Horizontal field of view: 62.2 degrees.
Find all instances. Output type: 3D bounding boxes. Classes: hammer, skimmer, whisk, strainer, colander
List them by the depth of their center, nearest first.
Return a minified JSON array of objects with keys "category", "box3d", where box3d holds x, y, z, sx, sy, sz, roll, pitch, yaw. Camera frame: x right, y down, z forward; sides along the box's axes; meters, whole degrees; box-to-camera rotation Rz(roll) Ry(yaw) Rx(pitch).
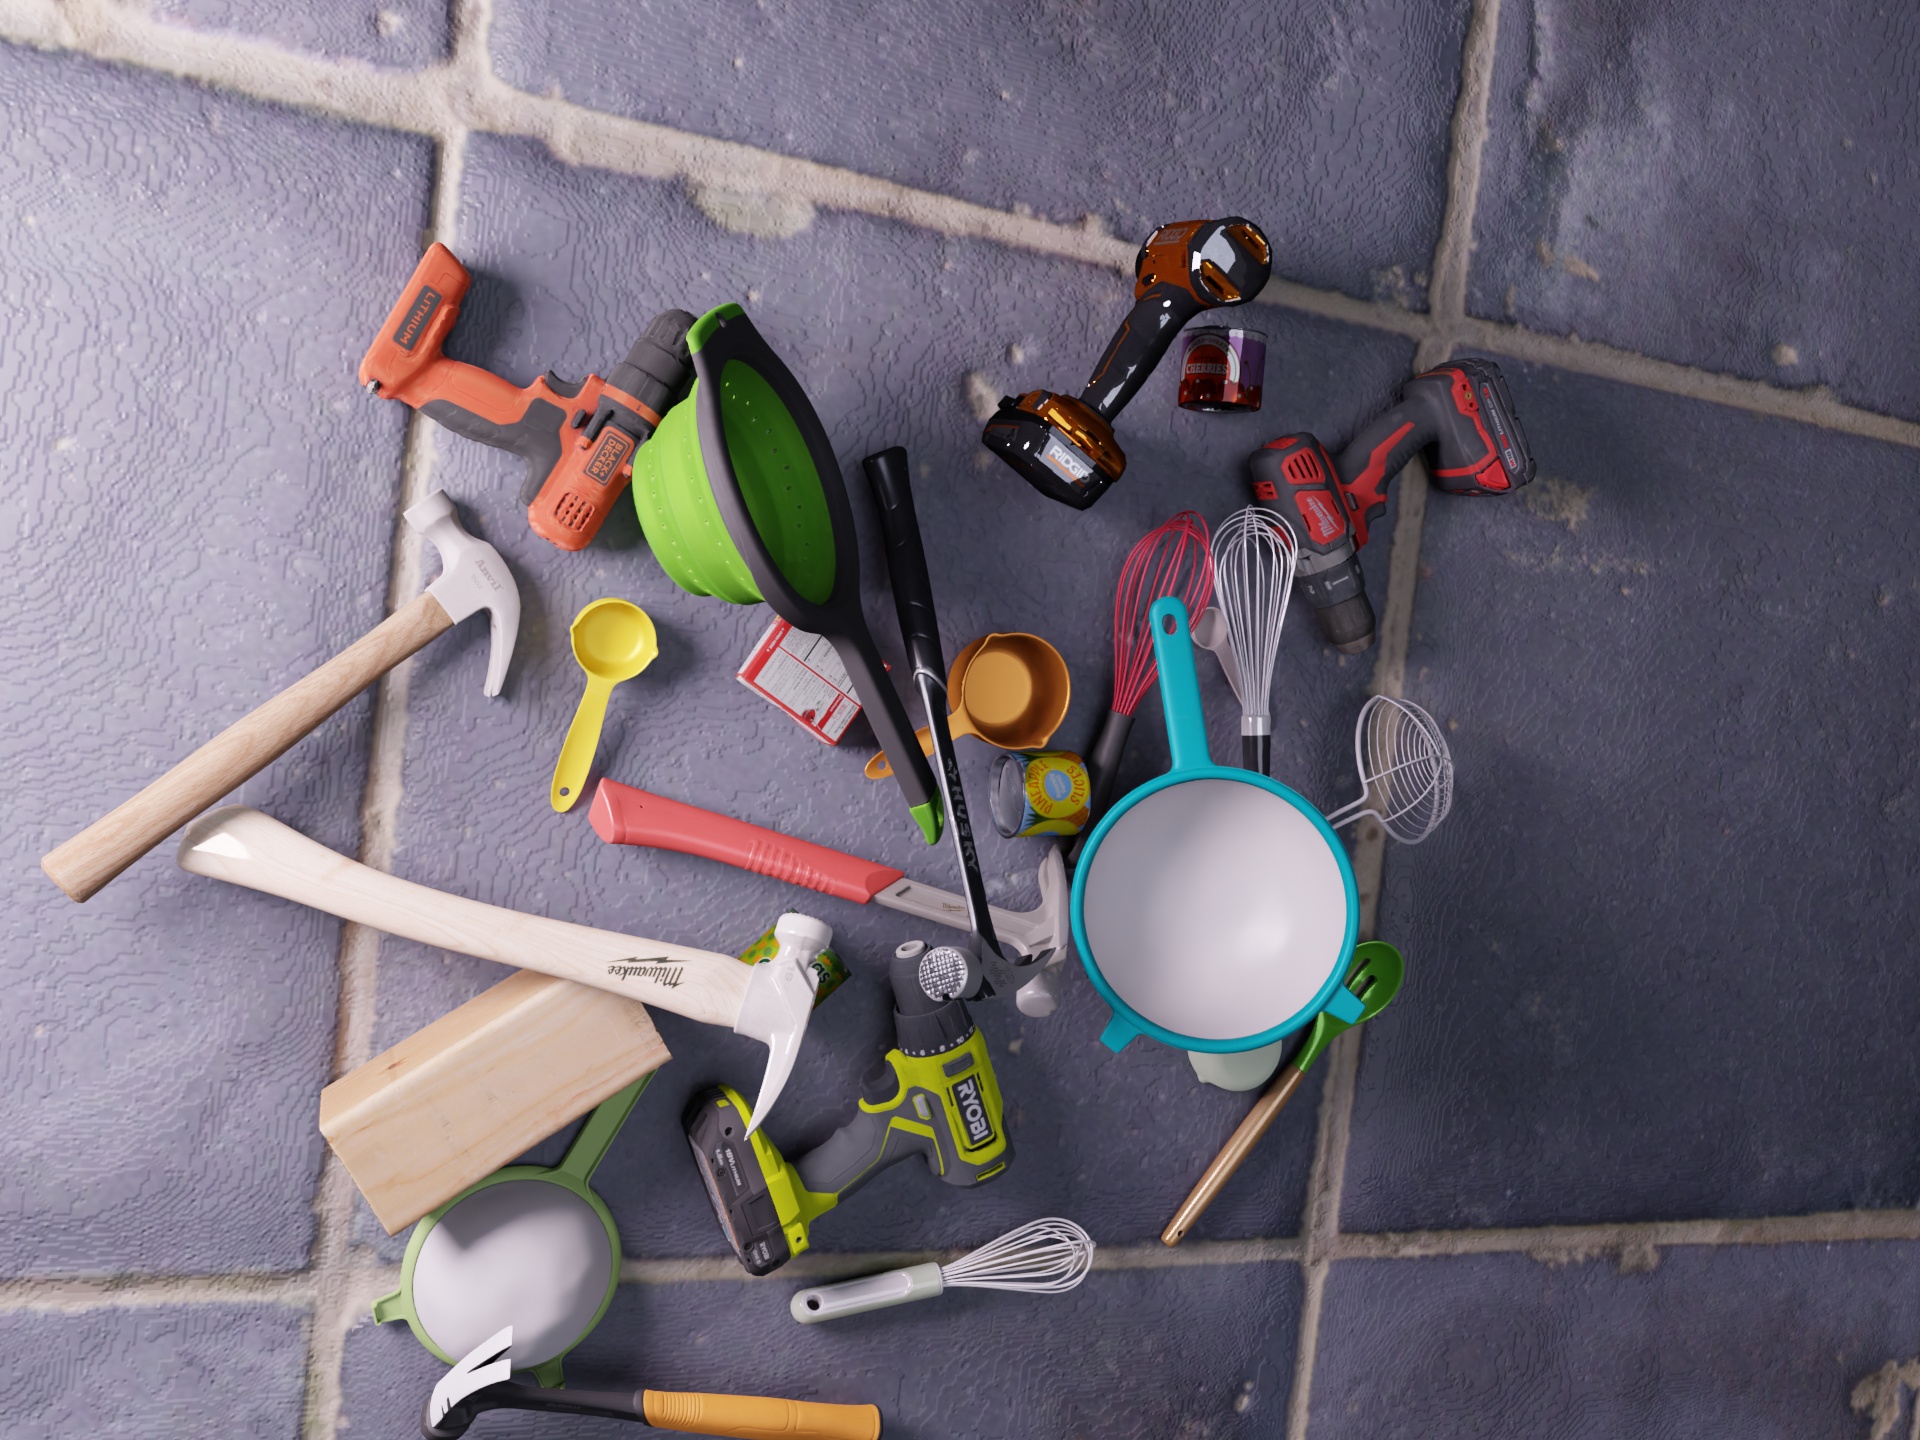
[{"category":"hammer","box3d":[-0.422,-0.002,1.012,0.331,0.031,0.130,-42,109,-22]},{"category":"hammer","box3d":[-0.297,0.145,1.018,0.410,0.038,0.146,16,67,-3]},{"category":"colander","box3d":[-0.121,-0.077,1.085,0.094,0.205,0.396,-17,112,17]},{"category":"strainer","box3d":[-0.278,0.345,1.101,0.151,0.069,0.256,34,83,-21]},{"category":"hammer","box3d":[-0.013,-0.006,1.112,0.149,0.036,0.409,17,57,-60]},{"category":"hammer","box3d":[-0.198,0.487,1.129,0.336,0.034,0.127,20,131,-30]},{"category":"hammer","box3d":[-0.089,0.104,1.154,0.359,0.149,0.036,19,132,-13]},{"category":"strainer","box3d":[0.183,0.077,1.214,0.211,0.095,0.340,-9,86,8]},{"category":"whisk","box3d":[-0.010,0.430,1.229,0.246,0.059,0.058,-6,58,-17]},{"category":"whisk","box3d":[0.132,-0.023,1.243,0.073,0.073,0.296,19,92,-22]},{"category":"whisk","box3d":[0.232,-0.028,1.256,0.070,0.070,0.284,-1,90,-22]},{"category":"skimmer","box3d":[0.255,0.103,1.317,0.363,0.090,0.127,-29,101,-7]}]

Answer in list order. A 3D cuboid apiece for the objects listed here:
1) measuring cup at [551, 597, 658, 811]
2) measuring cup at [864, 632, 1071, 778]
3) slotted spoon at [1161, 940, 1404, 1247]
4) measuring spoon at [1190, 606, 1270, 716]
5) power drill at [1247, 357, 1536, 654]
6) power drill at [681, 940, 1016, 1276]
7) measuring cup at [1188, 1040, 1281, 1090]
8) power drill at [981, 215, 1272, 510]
[{"category":"measuring cup","box3d":[-0.258,-0.012,1.109,0.062,0.029,0.156,17,100,-22]},{"category":"measuring cup","box3d":[-0.002,-0.004,1.193,0.173,0.052,0.095,-29,103,-13]},{"category":"slotted spoon","box3d":[0.267,0.313,1.340,0.070,0.031,0.314,42,81,-19]},{"category":"measuring spoon","box3d":[0.220,-0.041,1.301,0.034,0.018,0.124,-43,115,-19]},{"category":"power drill","box3d":[0.358,-0.178,1.310,0.226,0.080,0.187,-29,104,-14]},{"category":"power drill","box3d":[-0.081,0.284,1.171,0.228,0.080,0.190,-22,105,-21]},{"category":"measuring cup","box3d":[0.197,0.243,1.298,0.167,0.038,0.083,39,80,-22]},{"category":"power drill","box3d":[0.118,-0.271,1.175,0.084,0.164,0.226,37,93,-20]}]
